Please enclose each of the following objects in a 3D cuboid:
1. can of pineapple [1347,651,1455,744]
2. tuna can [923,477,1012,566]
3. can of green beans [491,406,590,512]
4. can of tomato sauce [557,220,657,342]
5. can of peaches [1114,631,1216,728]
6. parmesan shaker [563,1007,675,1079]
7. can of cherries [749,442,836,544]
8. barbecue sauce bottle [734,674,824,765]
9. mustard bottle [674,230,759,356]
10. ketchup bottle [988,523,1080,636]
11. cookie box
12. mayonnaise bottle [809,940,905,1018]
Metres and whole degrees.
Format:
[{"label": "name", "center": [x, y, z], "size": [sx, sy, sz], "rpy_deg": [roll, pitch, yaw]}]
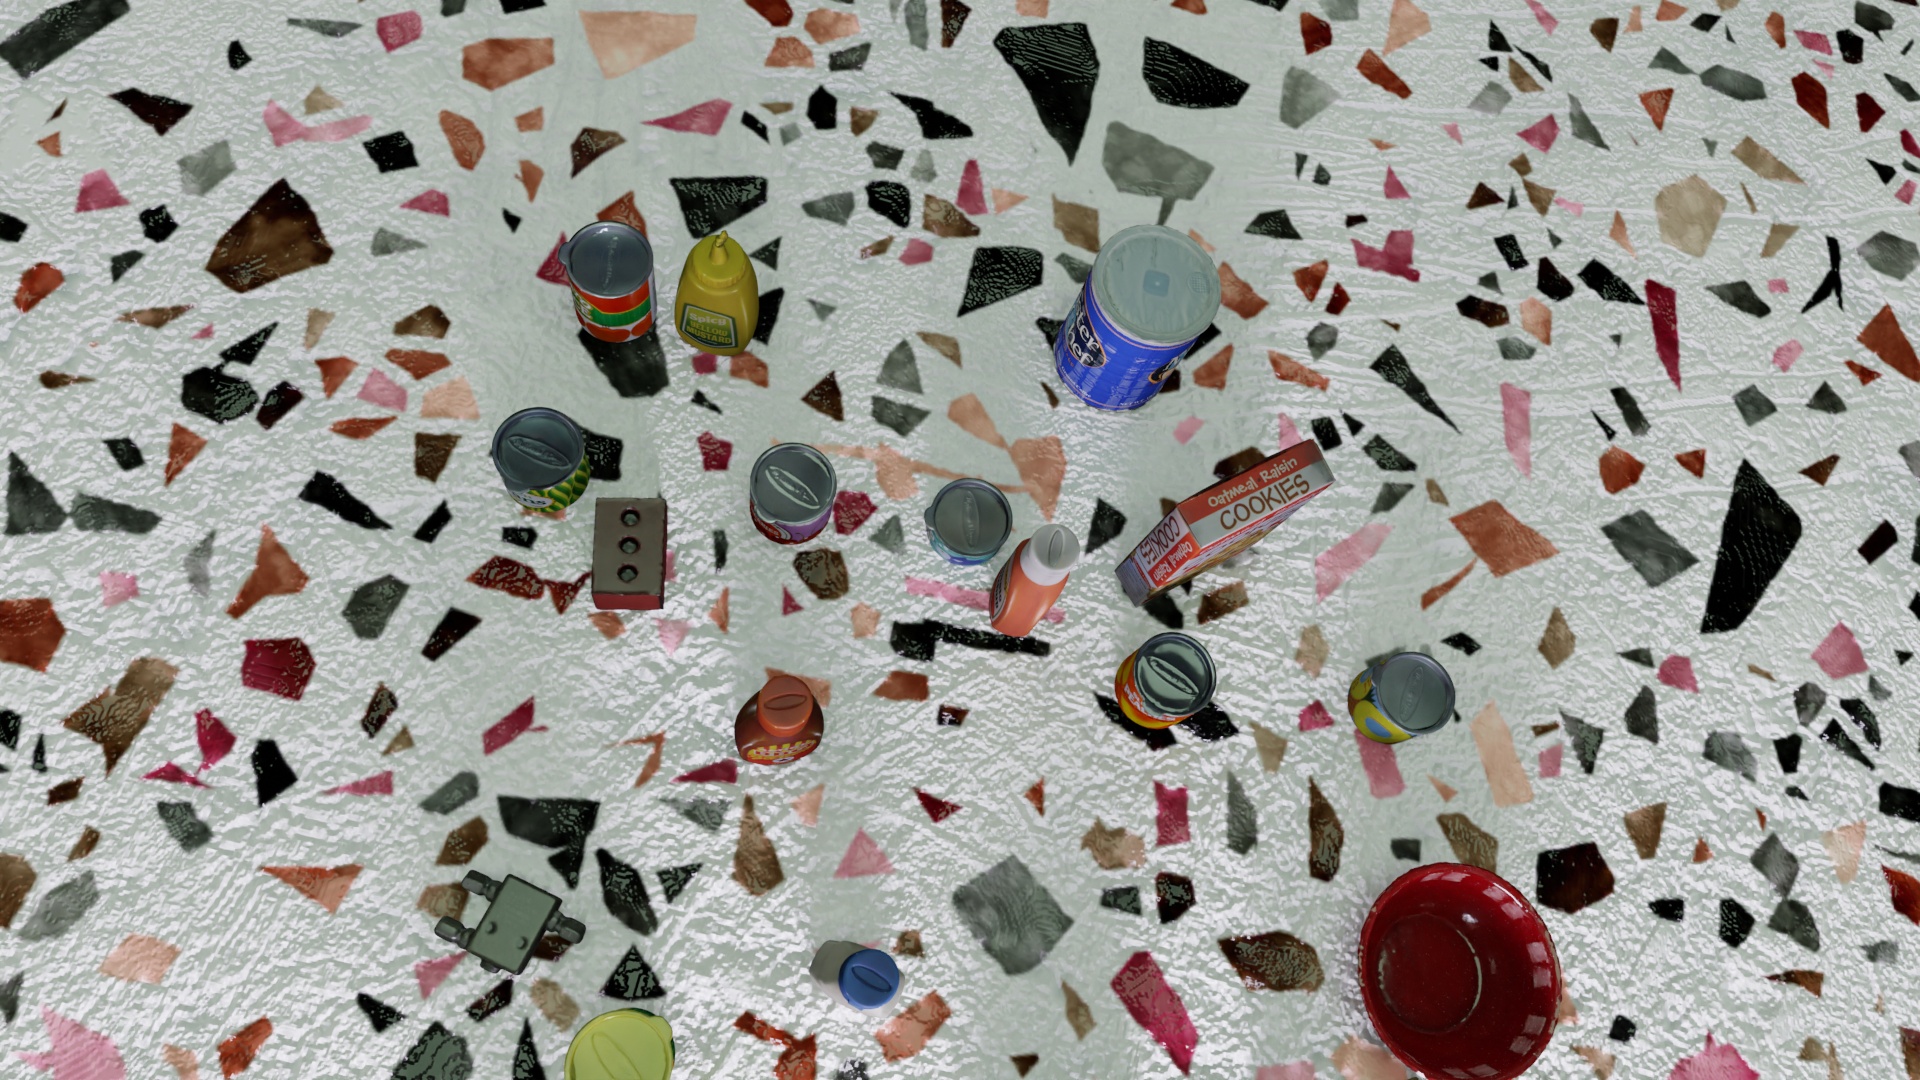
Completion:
[{"label": "can of pineapple", "center": [0.350, 0.125, 1.111], "size": [0.071, 0.057, 0.071], "rpy_deg": [3, 72, -9]}, {"label": "tuna can", "center": [0.004, -0.014, 1.109], "size": [0.071, 0.032, 0.071], "rpy_deg": [3, 72, -9]}, {"label": "can of green beans", "center": [-0.318, -0.060, 1.055], "size": [0.071, 0.057, 0.071], "rpy_deg": [3, 72, -9]}, {"label": "can of tomato sauce", "center": [-0.276, -0.202, 1.095], "size": [0.071, 0.083, 0.071], "rpy_deg": [3, 72, -9]}, {"label": "can of peaches", "center": [0.157, 0.112, 1.082], "size": [0.071, 0.058, 0.071], "rpy_deg": [3, 72, -9]}, {"label": "parmesan shaker", "center": [-0.220, 0.342, 0.918], "size": [0.071, 0.102, 0.071], "rpy_deg": [3, 72, -9]}, {"label": "can of cherries", "center": [-0.133, -0.034, 1.078], "size": [0.071, 0.058, 0.071], "rpy_deg": [3, 72, -9]}, {"label": "barbecue sauce bottle", "center": [-0.127, 0.126, 0.980], "size": [0.065, 0.148, 0.044], "rpy_deg": [-8, 74, -12]}, {"label": "mustard bottle", "center": [-0.187, -0.194, 1.067], "size": [0.065, 0.159, 0.049], "rpy_deg": [15, 71, -5]}, {"label": "ketchup bottle", "center": [0.056, 0.026, 1.044], "size": [0.043, 0.148, 0.065], "rpy_deg": [14, 71, -5]}, {"label": "cookie box", "center": [0.199, -0.011, 1.071], "size": [0.123, 0.167, 0.040], "rpy_deg": [-26, 79, -16]}, {"label": "mayonnaise bottle", "center": [-0.067, 0.295, 0.936], "size": [0.065, 0.147, 0.041], "rpy_deg": [30, 70, 0]}]
